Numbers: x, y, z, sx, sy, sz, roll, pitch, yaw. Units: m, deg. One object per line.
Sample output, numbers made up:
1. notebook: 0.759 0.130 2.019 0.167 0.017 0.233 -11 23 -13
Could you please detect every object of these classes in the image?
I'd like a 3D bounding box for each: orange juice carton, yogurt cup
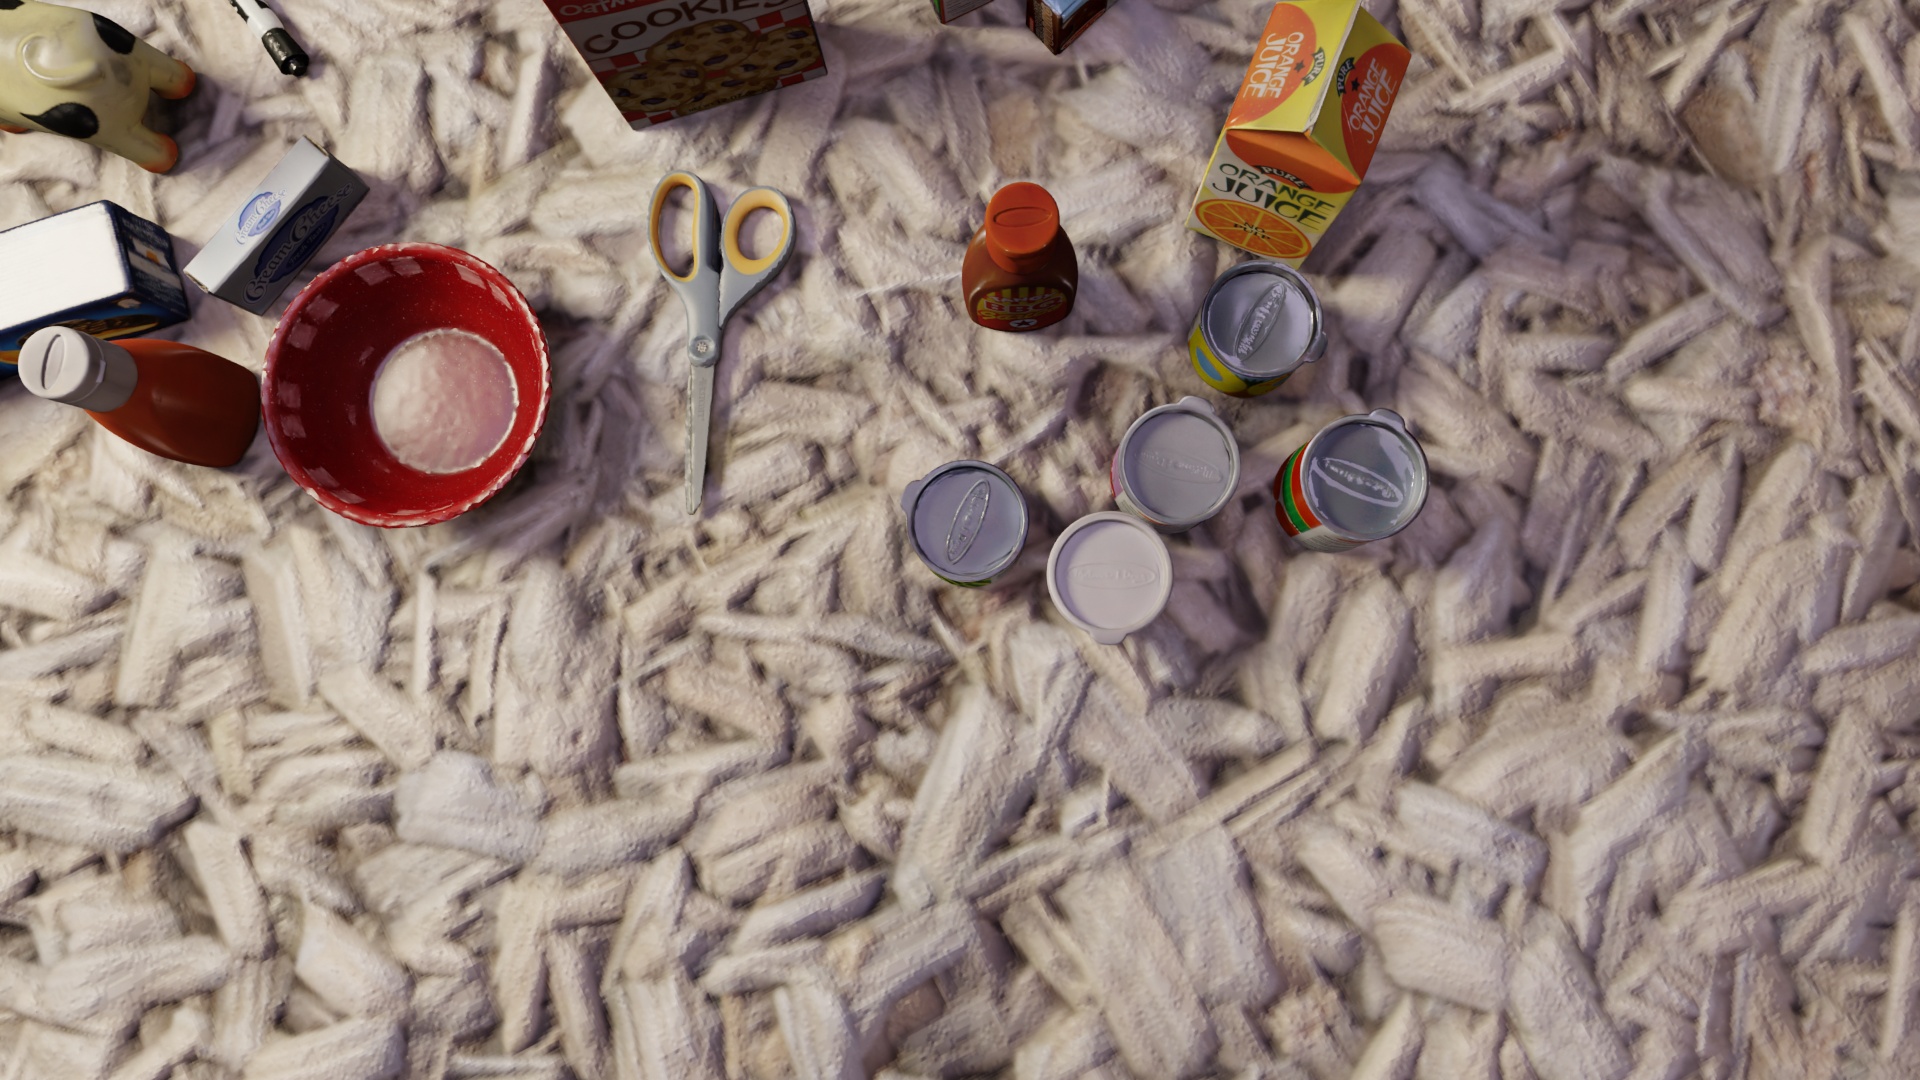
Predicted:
1. orange juice carton: 0.174 -0.210 0.719 0.073 0.192 0.072 23 86 4
2. yogurt cup: 0.081 0.020 0.767 0.072 0.054 0.072 0 84 2

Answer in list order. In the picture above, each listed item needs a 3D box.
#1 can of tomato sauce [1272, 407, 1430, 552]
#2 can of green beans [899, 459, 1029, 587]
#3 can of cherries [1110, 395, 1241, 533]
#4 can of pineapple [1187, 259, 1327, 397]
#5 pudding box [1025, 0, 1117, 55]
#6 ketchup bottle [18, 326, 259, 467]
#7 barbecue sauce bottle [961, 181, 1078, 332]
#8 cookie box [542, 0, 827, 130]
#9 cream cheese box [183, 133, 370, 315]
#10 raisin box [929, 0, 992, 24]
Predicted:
1. can of tomato sauce: 0.210 -0.031 0.755 0.071 0.083 0.071 0 84 2
2. can of green beans: 0.005 -0.008 0.771 0.071 0.058 0.071 0 84 2
3. can of cherries: 0.119 -0.041 0.771 0.071 0.058 0.071 0 84 2
4. can of pineapple: 0.165 -0.116 0.777 0.071 0.058 0.071 0 84 2
5. pudding box: 0.077 -0.328 0.806 0.084 0.049 0.030 -44 85 -3
6. ketchup bottle: -0.435 -0.080 0.744 0.043 0.148 0.065 9 85 3
7. barbecue sauce bottle: 0.032 -0.149 0.739 0.065 0.148 0.043 -4 85 1
8. cookie box: -0.145 -0.285 0.749 0.123 0.167 0.040 -16 84 0
9. cream cheese box: -0.392 -0.180 0.802 0.024 0.053 0.104 39 86 5
10. raisin box: -0.015 -0.359 0.775 0.040 0.123 0.086 -23 84 -1
